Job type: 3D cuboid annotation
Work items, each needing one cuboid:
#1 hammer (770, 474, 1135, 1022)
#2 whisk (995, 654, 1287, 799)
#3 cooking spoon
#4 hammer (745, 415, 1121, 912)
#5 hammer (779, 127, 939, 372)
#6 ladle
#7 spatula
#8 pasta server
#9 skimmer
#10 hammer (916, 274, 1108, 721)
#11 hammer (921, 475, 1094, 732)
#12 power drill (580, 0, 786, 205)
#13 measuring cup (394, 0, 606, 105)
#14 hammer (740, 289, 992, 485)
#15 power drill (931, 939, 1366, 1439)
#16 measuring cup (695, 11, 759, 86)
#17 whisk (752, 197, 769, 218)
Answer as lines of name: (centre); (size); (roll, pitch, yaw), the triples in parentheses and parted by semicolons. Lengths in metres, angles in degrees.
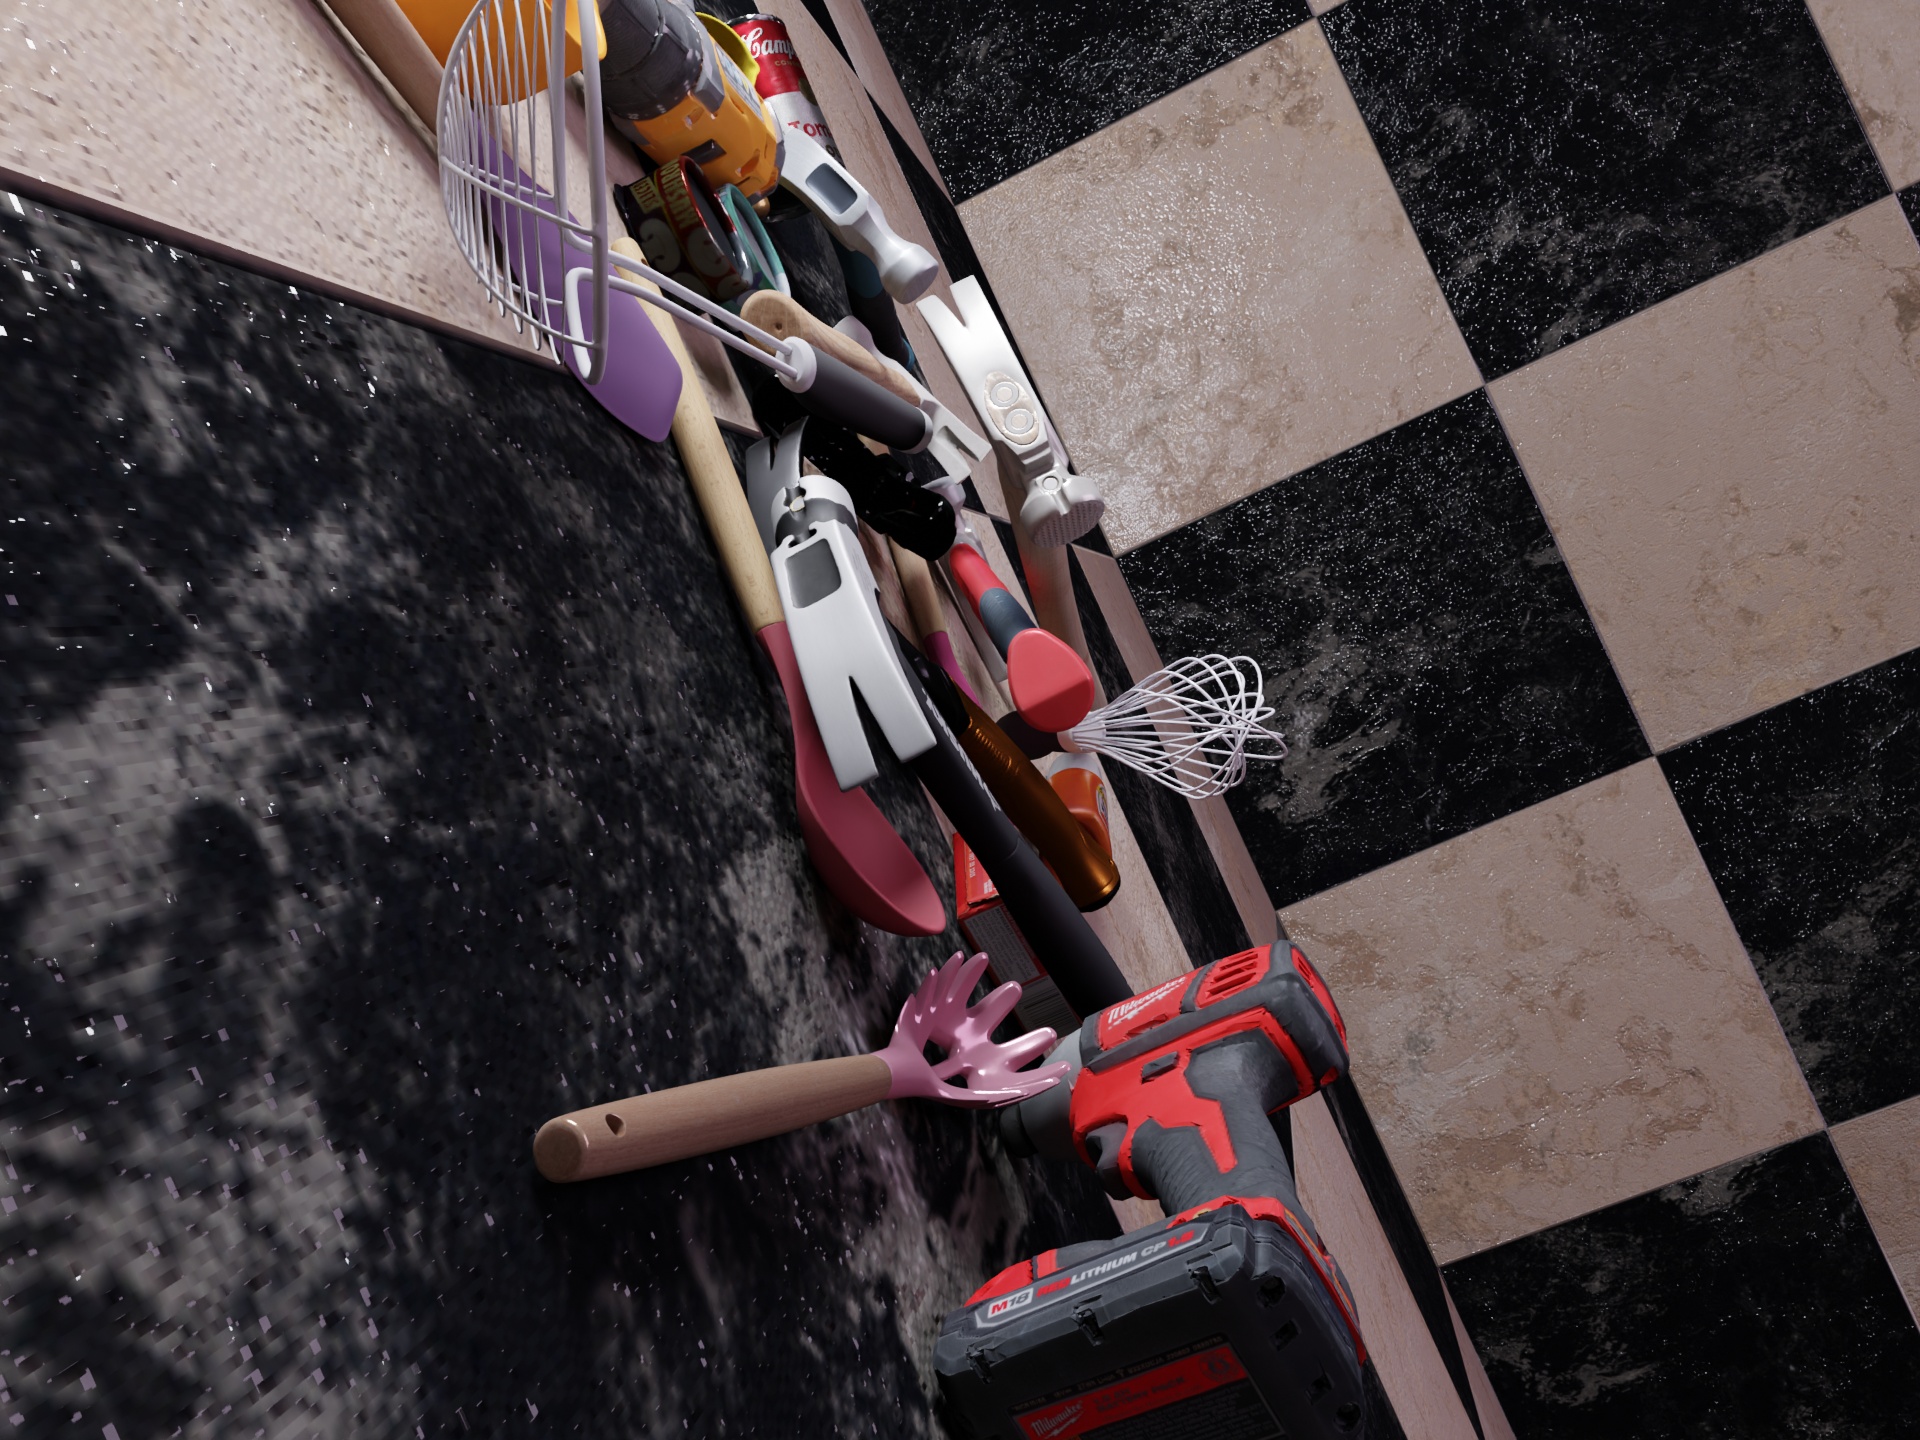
hammer: (0.021, 0.062, 0.646); (0.334, 0.035, 0.146); (57, 9, -37)
whisk: (0.077, 0.006, 0.820); (0.070, 0.070, 0.284); (64, -19, -8)
cooking spoon: (-0.021, -0.067, 0.920); (0.068, 0.017, 0.319); (39, 29, -55)
hammer: (-0.001, -0.003, 0.790); (0.336, 0.034, 0.127); (50, 20, -45)
hammer: (-0.059, -0.271, 0.996); (0.128, 0.033, 0.331); (47, 0, 3)
ladle: (-0.080, -0.057, 0.608); (0.316, 0.031, 0.069); (67, 15, 17)
spatula: (-0.176, -0.208, 0.498); (0.315, 0.018, 0.060); (55, 32, -43)
pasta server: (-0.030, 0.103, 0.470); (0.060, 0.040, 0.316); (51, 8, 17)
skimmer: (-0.066, -0.156, 0.593); (0.363, 0.090, 0.127); (10, 71, -67)
hammer: (0.048, -0.091, 0.932); (0.410, 0.038, 0.146); (66, -1, -70)
hammer: (0.029, -0.046, 0.891); (0.386, 0.038, 0.143); (-113, 177, -73)
power drill: (-0.166, -0.378, 0.763); (0.185, 0.084, 0.226); (18, 53, -73)
measuring cup: (-0.187, -0.300, 0.561); (0.174, 0.052, 0.095); (65, 11, 6)
hammer: (-0.054, -0.186, 0.855); (0.130, 0.031, 0.331); (43, 10, 2)
power drill: (0.066, 0.165, 0.554); (0.078, 0.143, 0.220); (59, 19, -12)
measuring cup: (-0.137, -0.311, 0.872); (0.062, 0.029, 0.156); (-3, 79, -33)
whisk: (-0.170, -0.404, 0.911); (0.047, 0.051, 0.245); (-41, 112, -57)
